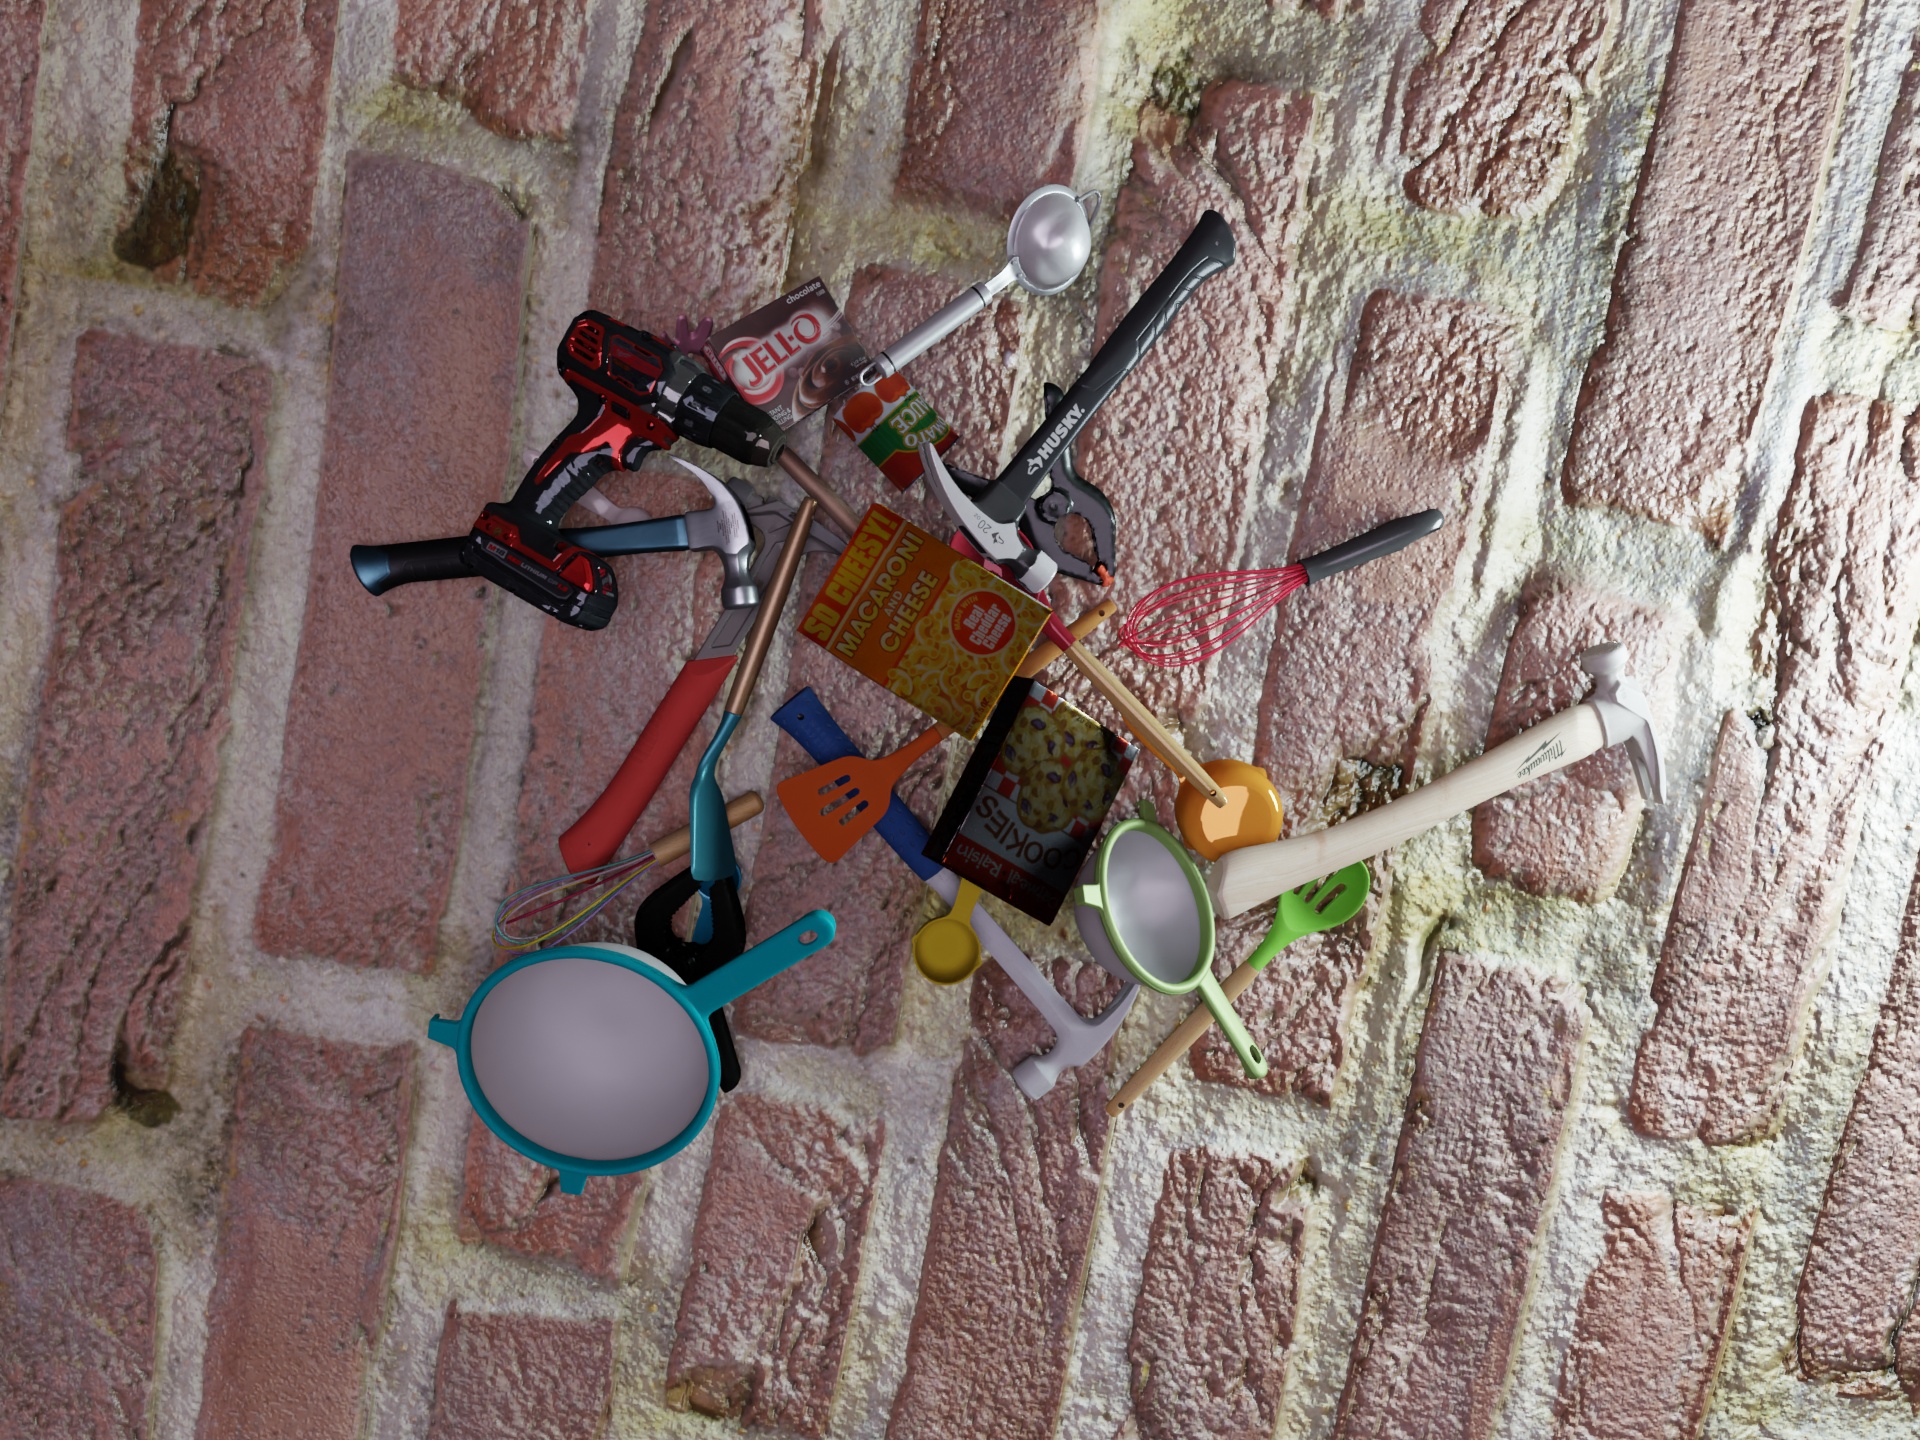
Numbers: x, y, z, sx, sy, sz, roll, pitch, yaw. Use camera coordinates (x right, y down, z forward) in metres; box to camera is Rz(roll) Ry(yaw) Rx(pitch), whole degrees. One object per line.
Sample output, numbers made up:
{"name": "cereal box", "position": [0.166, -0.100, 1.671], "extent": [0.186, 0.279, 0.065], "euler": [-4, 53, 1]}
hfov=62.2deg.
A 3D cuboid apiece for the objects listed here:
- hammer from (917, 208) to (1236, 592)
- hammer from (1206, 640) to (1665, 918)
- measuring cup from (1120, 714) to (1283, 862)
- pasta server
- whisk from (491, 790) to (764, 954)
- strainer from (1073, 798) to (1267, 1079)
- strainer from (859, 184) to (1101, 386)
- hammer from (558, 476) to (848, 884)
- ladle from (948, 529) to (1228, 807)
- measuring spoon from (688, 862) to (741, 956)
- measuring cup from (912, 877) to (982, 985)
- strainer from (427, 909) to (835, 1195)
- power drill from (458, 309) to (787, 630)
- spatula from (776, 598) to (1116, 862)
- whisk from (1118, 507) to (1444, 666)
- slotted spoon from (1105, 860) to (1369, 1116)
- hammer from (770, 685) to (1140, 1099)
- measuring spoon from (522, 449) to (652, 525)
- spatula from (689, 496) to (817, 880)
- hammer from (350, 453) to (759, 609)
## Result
{"name": "hammer", "position": [0.107, -0.275, 1.269], "extent": [0.146, 0.035, 0.335], "euler": [40, 83, -17]}
{"name": "hammer", "position": [0.400, 0.078, 1.337], "extent": [0.410, 0.038, 0.146], "euler": [-23, 100, -7]}
{"name": "measuring cup", "position": [0.200, 0.051, 1.344], "extent": [0.173, 0.052, 0.095], "euler": [44, 94, -10]}
{"name": "pasta server", "position": [-0.125, -0.201, 1.301], "extent": [0.316, 0.040, 0.060], "euler": [45, 70, -9]}
{"name": "whisk", "position": [-0.275, 0.120, 1.315], "extent": [0.245, 0.047, 0.051], "euler": [-28, 101, -17]}
{"name": "strainer", "position": [0.171, 0.205, 1.347], "extent": [0.069, 0.151, 0.256], "euler": [-23, 105, 38]}
{"name": "strainer", "position": [0.024, -0.339, 1.257], "extent": [0.258, 0.050, 0.086], "euler": [-38, 130, -8]}
{"name": "hammer", "position": [-0.218, -0.015, 1.326], "extent": [0.149, 0.037, 0.359], "euler": [32, 95, -7]}
{"name": "ladle", "position": [0.109, -0.044, 1.307], "extent": [0.069, 0.031, 0.315], "euler": [-44, 92, 9]}
{"name": "measuring spoon", "position": [-0.215, 0.171, 1.367], "extent": [0.042, 0.021, 0.128], "euler": [15, 107, 1]}
{"name": "measuring cup", "position": [0.005, 0.145, 1.334], "extent": [0.062, 0.029, 0.156], "euler": [21, 86, -6]}
{"name": "strainer", "position": [-0.240, 0.226, 1.285], "extent": [0.340, 0.095, 0.211], "euler": [-31, 106, 12]}
{"name": "power drill", "position": [-0.259, -0.181, 1.225], "extent": [0.188, 0.080, 0.227], "euler": [29, 91, 4]}
{"name": "spatula", "position": [-0.002, -0.004, 1.321], "extent": [0.322, 0.041, 0.081], "euler": [-36, 96, -10]}
{"name": "whisk", "position": [0.268, -0.115, 1.322], "extent": [0.296, 0.073, 0.073], "euler": [-22, 99, -4]}
{"name": "slotted spoon", "position": [0.235, 0.231, 1.387], "extent": [0.070, 0.031, 0.314], "euler": [41, 97, -7]}
{"name": "hammer", "position": [-0.009, 0.133, 1.357], "extent": [0.144, 0.035, 0.405], "euler": [-40, 98, 4]}
{"name": "measuring spoon", "position": [-0.308, -0.184, 1.306], "extent": [0.124, 0.018, 0.034], "euler": [34, 96, -6]}
{"name": "spatula", "position": [-0.165, -0.027, 1.285], "extent": [0.044, 0.082, 0.317], "euler": [21, 93, 17]}
{"name": "hammer", "position": [-0.330, -0.138, 1.285], "extent": [0.331, 0.033, 0.128], "euler": [-6, 89, 5]}
